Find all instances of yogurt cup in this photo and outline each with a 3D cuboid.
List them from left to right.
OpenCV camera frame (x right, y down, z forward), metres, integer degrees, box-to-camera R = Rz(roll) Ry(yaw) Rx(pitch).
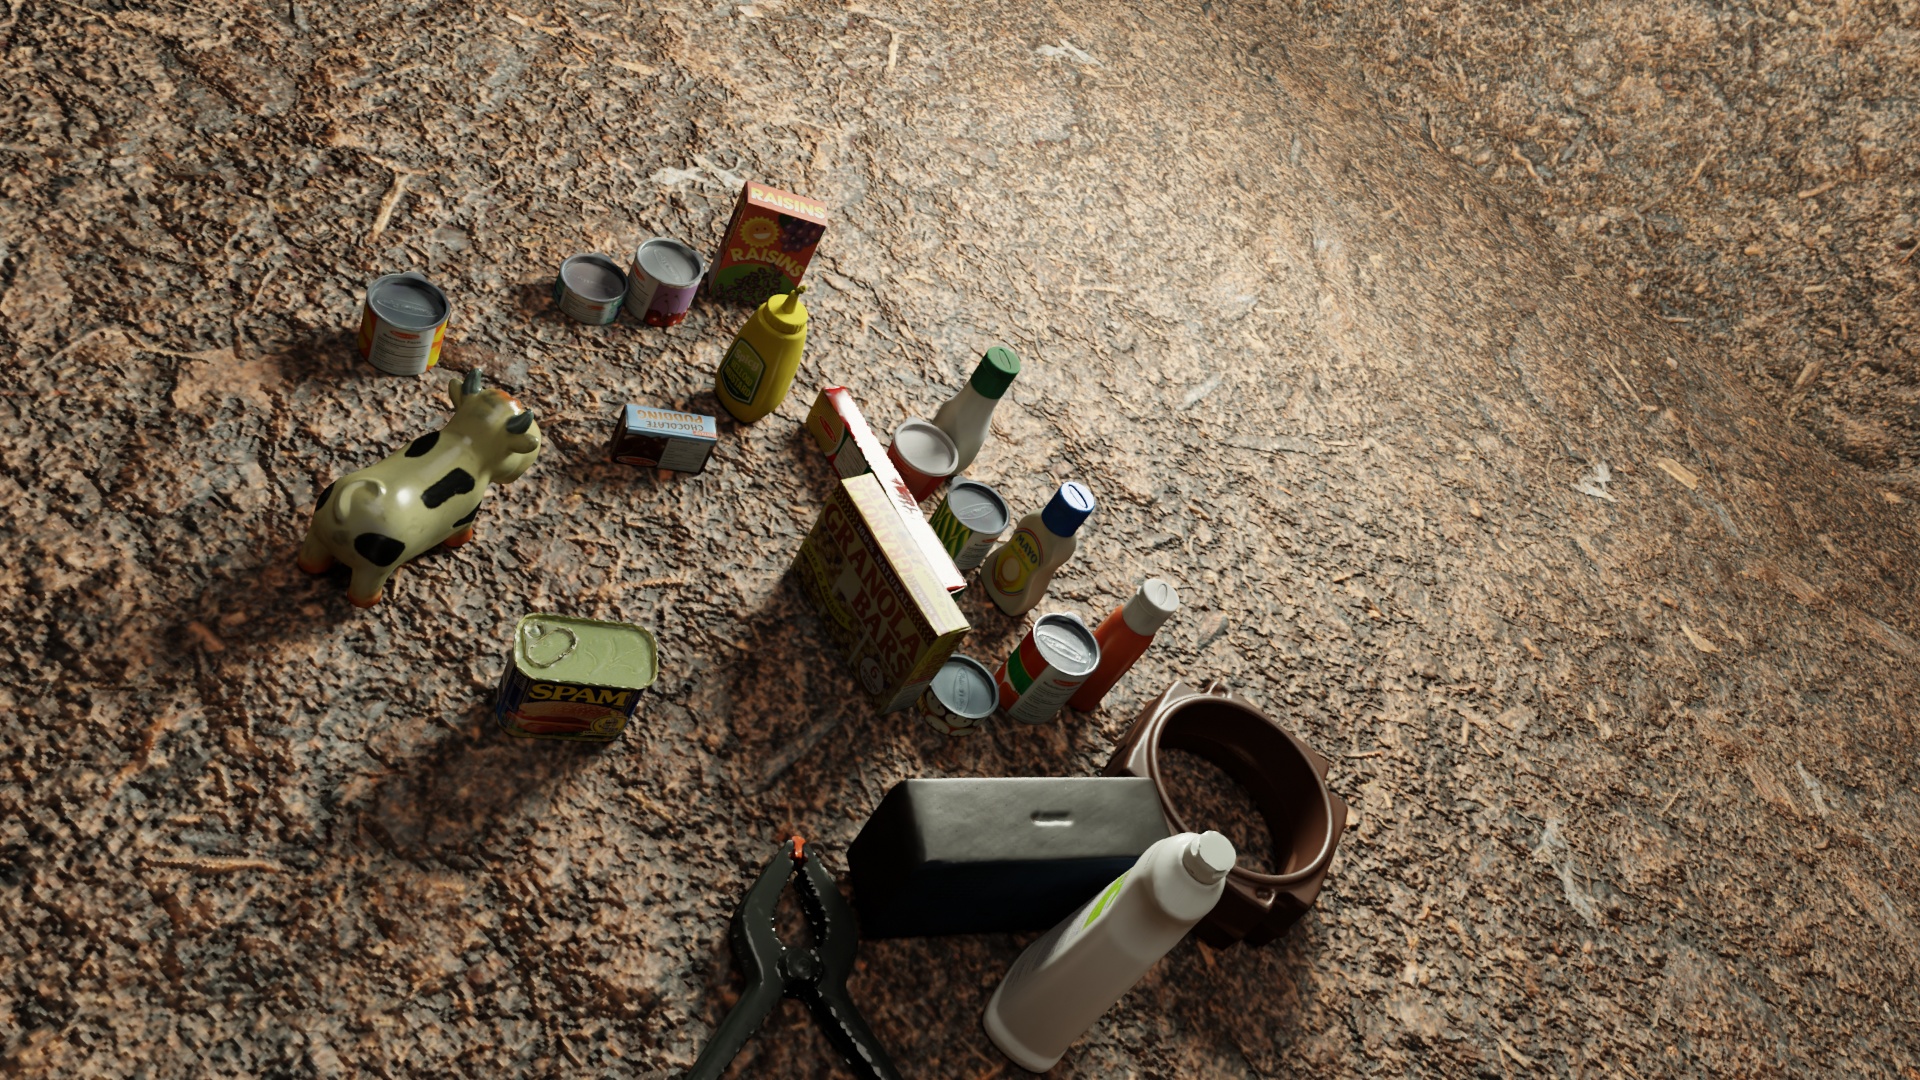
[{"bbox_3d":[-0.043,-0.074,1.347,0.072,0.053,0.073,17,45,-18],"label":"yogurt cup"}]

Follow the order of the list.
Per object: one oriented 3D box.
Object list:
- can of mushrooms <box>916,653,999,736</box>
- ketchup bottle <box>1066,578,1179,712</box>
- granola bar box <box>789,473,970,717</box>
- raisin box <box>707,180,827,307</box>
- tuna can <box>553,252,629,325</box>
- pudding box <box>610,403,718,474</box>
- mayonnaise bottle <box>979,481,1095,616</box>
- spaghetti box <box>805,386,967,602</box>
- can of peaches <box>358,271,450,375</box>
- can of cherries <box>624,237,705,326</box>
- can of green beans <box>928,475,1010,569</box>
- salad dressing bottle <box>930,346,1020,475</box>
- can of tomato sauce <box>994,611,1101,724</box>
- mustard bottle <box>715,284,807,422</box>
[{"bbox_3d":[-0.005,0.133,1.199,0.071,0.033,0.071,17,45,-18],"label":"can of mushrooms"},{"bbox_3d":[0.141,0.091,1.243,0.043,0.148,0.065,29,43,-7],"label":"ketchup bottle"},{"bbox_3d":[-0.072,0.046,1.169,0.039,0.123,0.166,-14,61,-40],"label":"granola bar box"},{"bbox_3d":[-0.195,-0.294,1.401,0.086,0.122,0.040,12,47,-23],"label":"raisin box"},{"bbox_3d":[-0.351,-0.240,1.322,0.071,0.032,0.071,17,45,-18],"label":"tuna can"},{"bbox_3d":[-0.262,-0.089,1.228,0.084,0.049,0.030,6,49,-28],"label":"pudding box"},{"bbox_3d":[0.073,0.005,1.279,0.041,0.147,0.065,-15,62,-40],"label":"mayonnaise bottle"},{"bbox_3d":[-0.072,-0.037,1.298,0.029,0.050,0.251,-12,59,-39],"label":"spaghetti box"},{"bbox_3d":[-0.471,-0.184,1.176,0.071,0.057,0.071,17,45,-18],"label":"can of peaches"},{"bbox_3d":[-0.288,-0.251,1.352,0.071,0.058,0.072,17,45,-18],"label":"can of cherries"},{"bbox_3d":[0.006,-0.015,1.321,0.071,0.057,0.071,17,45,-18],"label":"can of green beans"},{"bbox_3d":[0.011,-0.126,1.359,0.044,0.147,0.064,3,51,-30],"label":"salad dressing bottle"},{"bbox_3d":[0.076,0.113,1.231,0.071,0.082,0.071,17,45,-18],"label":"can of tomato sauce"},{"bbox_3d":[-0.177,-0.179,1.281,0.065,0.159,0.049,47,44,13],"label":"mustard bottle"}]
